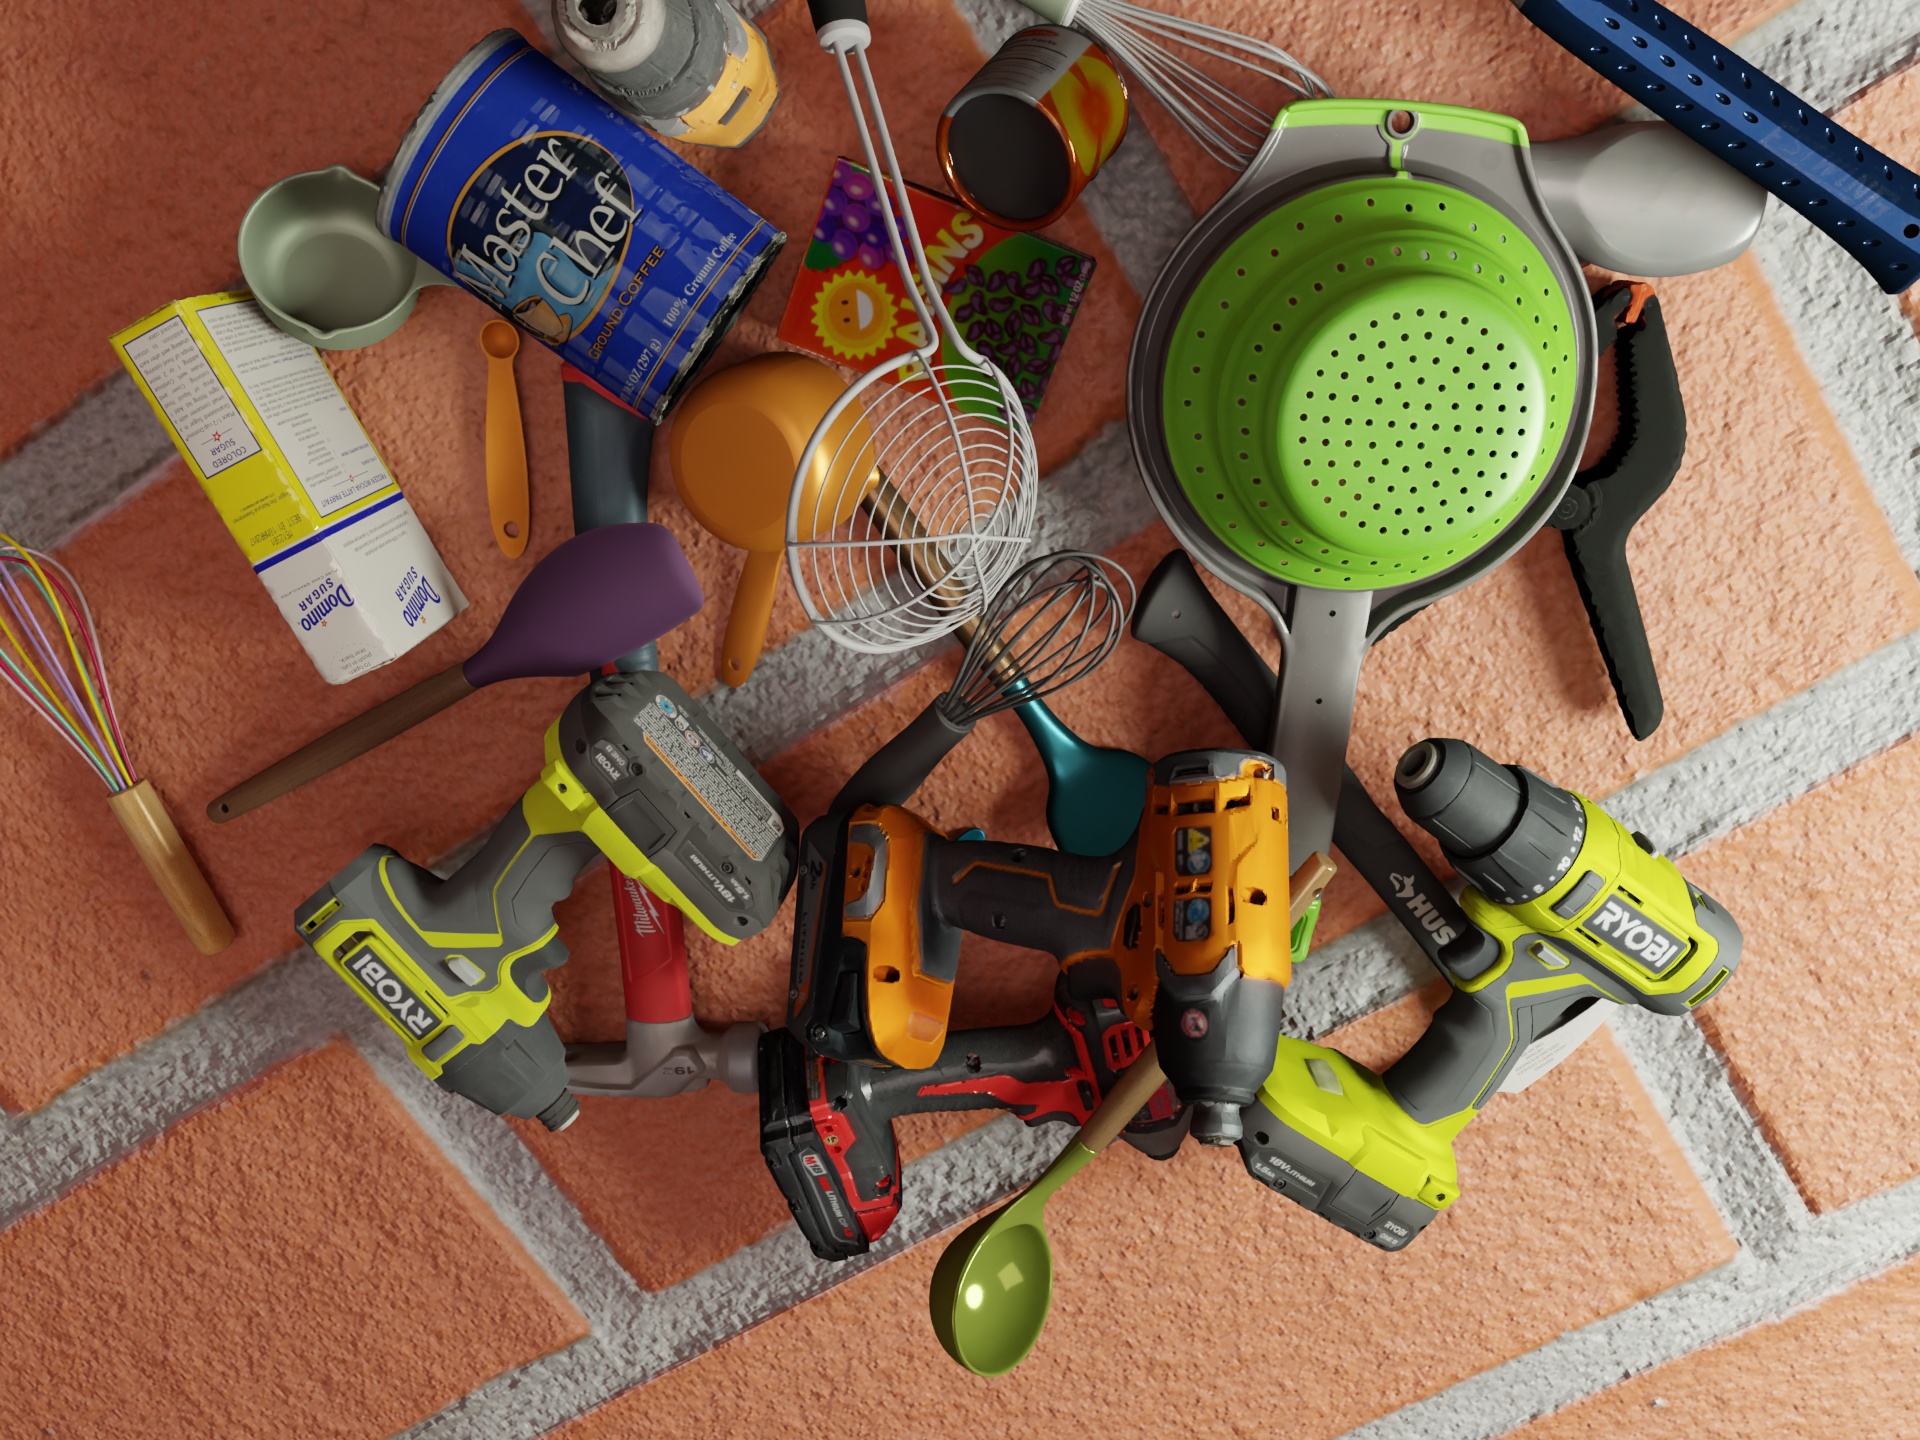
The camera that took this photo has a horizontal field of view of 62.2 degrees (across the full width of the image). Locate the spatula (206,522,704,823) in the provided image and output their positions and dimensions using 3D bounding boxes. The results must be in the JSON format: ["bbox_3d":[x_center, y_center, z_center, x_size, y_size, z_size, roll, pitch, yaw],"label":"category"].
[{"bbox_3d":[-0.260,-0.015,0.781,0.316,0.018,0.060,-25,96,21],"label":"spatula"}]

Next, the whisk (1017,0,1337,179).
[{"bbox_3d":[0.057,-0.304,0.678,0.246,0.058,0.059,30,74,-3],"label":"whisk"}]

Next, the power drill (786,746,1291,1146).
[{"bbox_3d":[0.036,0.106,0.709,0.226,0.084,0.164,-9,67,28],"label":"power drill"}]

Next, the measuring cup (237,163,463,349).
[{"bbox_3d":[-0.240,-0.202,0.732,0.167,0.038,0.083,5,80,-17],"label":"measuring cup"}]

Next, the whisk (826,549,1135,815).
[{"bbox_3d":[0.000,-0.003,0.741,0.055,0.055,0.239,38,134,-9],"label":"whisk"}]

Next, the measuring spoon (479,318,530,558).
[{"bbox_3d":[-0.218,-0.135,0.768,0.021,0.011,0.116,5,113,4],"label":"measuring spoon"}]

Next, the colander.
[{"bbox_3d":[0.168,-0.054,0.683,0.204,0.095,0.397,4,111,-1],"label":"colander"}]

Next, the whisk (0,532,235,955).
[{"bbox_3d":[-0.438,0.016,0.815,0.047,0.051,0.244,-19,110,4],"label":"whisk"}]

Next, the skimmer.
[{"bbox_3d":[-0.050,-0.212,0.660,0.090,0.127,0.363,-24,79,46],"label":"skimmer"}]

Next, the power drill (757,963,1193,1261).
[{"bbox_3d":[0.015,0.198,0.825,0.219,0.079,0.143,-16,126,3],"label":"power drill"}]

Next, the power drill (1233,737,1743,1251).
[{"bbox_3d":[0.223,0.126,0.744,0.190,0.080,0.228,32,108,-20],"label":"power drill"}]

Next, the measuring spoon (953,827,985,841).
[{"bbox_3d":[-0.026,0.107,0.837,0.042,0.021,0.128,31,99,-18],"label":"measuring spoon"}]

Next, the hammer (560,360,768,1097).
[{"bbox_3d":[-0.181,0.015,0.801,0.143,0.038,0.386,0,109,5],"label":"hammer"}]

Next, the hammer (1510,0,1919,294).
[{"bbox_3d":[0.228,-0.310,0.639,0.405,0.035,0.144,35,107,1],"label":"hammer"}]

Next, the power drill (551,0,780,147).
[{"bbox_3d":[-0.176,-0.315,0.613,0.226,0.185,0.084,41,104,-7],"label":"power drill"}]

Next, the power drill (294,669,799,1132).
[{"bbox_3d":[-0.193,0.094,0.772,0.223,0.080,0.171,-37,100,20],"label":"power drill"}]

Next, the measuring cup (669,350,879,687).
[{"bbox_3d":[-0.101,-0.085,0.746,0.095,0.052,0.173,24,116,14],"label":"measuring cup"}]

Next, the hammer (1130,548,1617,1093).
[{"bbox_3d":[0.202,0.049,0.791,0.146,0.035,0.334,-38,102,15],"label":"hammer"}]

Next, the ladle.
[{"bbox_3d":[0.084,0.192,0.758,0.078,0.062,0.320,10,122,-48],"label":"ladle"}]

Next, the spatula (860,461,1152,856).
[{"bbox_3d":[0.012,-0.040,0.767,0.082,0.044,0.317,-37,102,-1],"label":"spatula"}]
